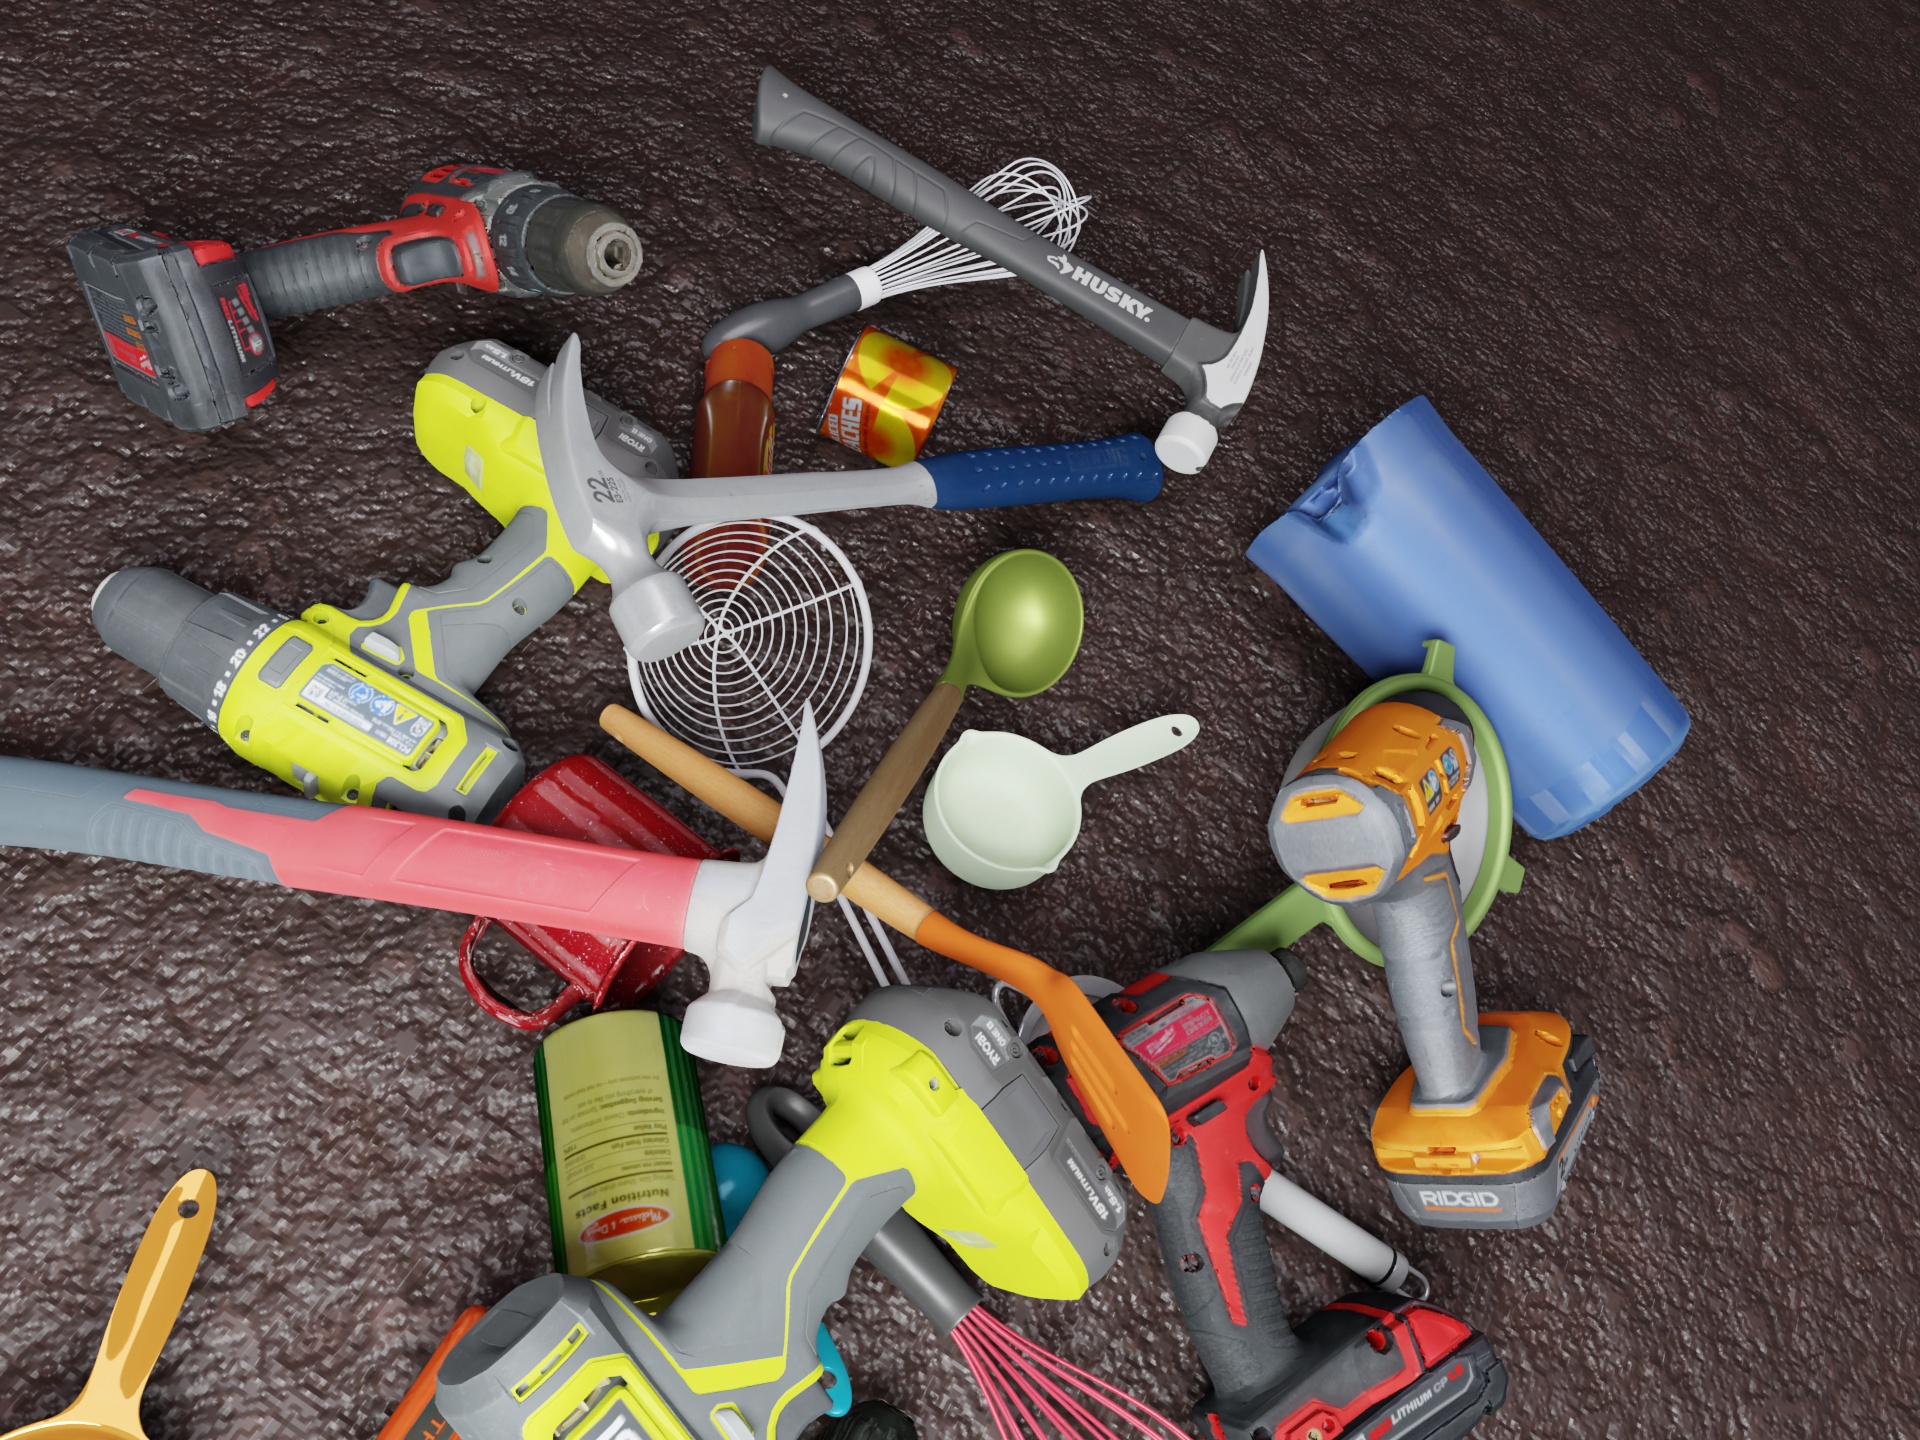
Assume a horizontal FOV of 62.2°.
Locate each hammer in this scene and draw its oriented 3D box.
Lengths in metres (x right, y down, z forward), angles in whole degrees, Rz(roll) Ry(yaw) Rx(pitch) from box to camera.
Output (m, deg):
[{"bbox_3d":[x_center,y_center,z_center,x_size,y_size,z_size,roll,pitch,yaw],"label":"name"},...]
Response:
[{"bbox_3d":[-0.029,-0.123,0.793,0.405,0.035,0.144,-14,71,-48],"label":"hammer"},{"bbox_3d":[0.027,-0.283,0.924,0.334,0.035,0.146,30,67,-2],"label":"hammer"},{"bbox_3d":[-0.247,0.035,0.625,0.386,0.038,0.143,9,67,4],"label":"hammer"}]

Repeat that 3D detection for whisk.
[{"bbox_3d":[0.015,0.259,0.650,0.296,0.073,0.073,44,55,15],"label":"whisk"},{"bbox_3d":[-0.034,-0.269,0.950,0.284,0.070,0.070,-30,75,-27],"label":"whisk"}]

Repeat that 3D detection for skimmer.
[{"bbox_3d":[-0.040,0.073,0.718,0.127,0.090,0.363,-18,68,-29],"label":"skimmer"}]

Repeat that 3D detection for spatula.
[{"bbox_3d":[-0.039,0.078,0.654,0.323,0.081,0.041,31,59,24],"label":"spatula"}]

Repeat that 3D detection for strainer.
[{"bbox_3d":[0.112,0.199,0.733,0.258,0.050,0.087,34,58,-6],"label":"strainer"},{"bbox_3d":[0.176,0.075,0.809,0.256,0.069,0.151,-31,108,-27],"label":"strainer"}]

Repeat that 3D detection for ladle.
[{"bbox_3d":[-0.001,-0.002,0.723,0.062,0.078,0.320,-7,21,18],"label":"ladle"}]

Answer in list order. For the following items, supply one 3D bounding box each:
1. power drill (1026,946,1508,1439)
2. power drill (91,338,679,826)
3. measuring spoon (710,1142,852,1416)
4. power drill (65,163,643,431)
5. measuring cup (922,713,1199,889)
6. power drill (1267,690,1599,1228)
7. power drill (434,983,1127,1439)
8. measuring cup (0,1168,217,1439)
[{"bbox_3d":[0.128,0.208,0.678,0.143,0.078,0.220,-25,83,-24],"label":"power drill"},{"bbox_3d":[-0.252,-0.067,0.732,0.190,0.080,0.229,30,57,-2],"label":"power drill"},{"bbox_3d":[-0.076,0.217,0.633,0.042,0.021,0.129,-16,45,-29],"label":"measuring spoon"},{"bbox_3d":[-0.280,-0.212,0.761,0.226,0.080,0.188,-28,36,-32],"label":"power drill"},{"bbox_3d":[0.054,0.034,0.811,0.167,0.038,0.083,-21,70,-32],"label":"measuring cup"},{"bbox_3d":[0.227,0.100,0.746,0.164,0.084,0.226,-34,107,-50],"label":"power drill"},{"bbox_3d":[-0.047,0.216,0.565,0.223,0.080,0.171,-41,102,-34],"label":"power drill"},{"bbox_3d":[-0.292,0.245,0.545,0.095,0.052,0.174,16,54,-11],"label":"measuring cup"}]
